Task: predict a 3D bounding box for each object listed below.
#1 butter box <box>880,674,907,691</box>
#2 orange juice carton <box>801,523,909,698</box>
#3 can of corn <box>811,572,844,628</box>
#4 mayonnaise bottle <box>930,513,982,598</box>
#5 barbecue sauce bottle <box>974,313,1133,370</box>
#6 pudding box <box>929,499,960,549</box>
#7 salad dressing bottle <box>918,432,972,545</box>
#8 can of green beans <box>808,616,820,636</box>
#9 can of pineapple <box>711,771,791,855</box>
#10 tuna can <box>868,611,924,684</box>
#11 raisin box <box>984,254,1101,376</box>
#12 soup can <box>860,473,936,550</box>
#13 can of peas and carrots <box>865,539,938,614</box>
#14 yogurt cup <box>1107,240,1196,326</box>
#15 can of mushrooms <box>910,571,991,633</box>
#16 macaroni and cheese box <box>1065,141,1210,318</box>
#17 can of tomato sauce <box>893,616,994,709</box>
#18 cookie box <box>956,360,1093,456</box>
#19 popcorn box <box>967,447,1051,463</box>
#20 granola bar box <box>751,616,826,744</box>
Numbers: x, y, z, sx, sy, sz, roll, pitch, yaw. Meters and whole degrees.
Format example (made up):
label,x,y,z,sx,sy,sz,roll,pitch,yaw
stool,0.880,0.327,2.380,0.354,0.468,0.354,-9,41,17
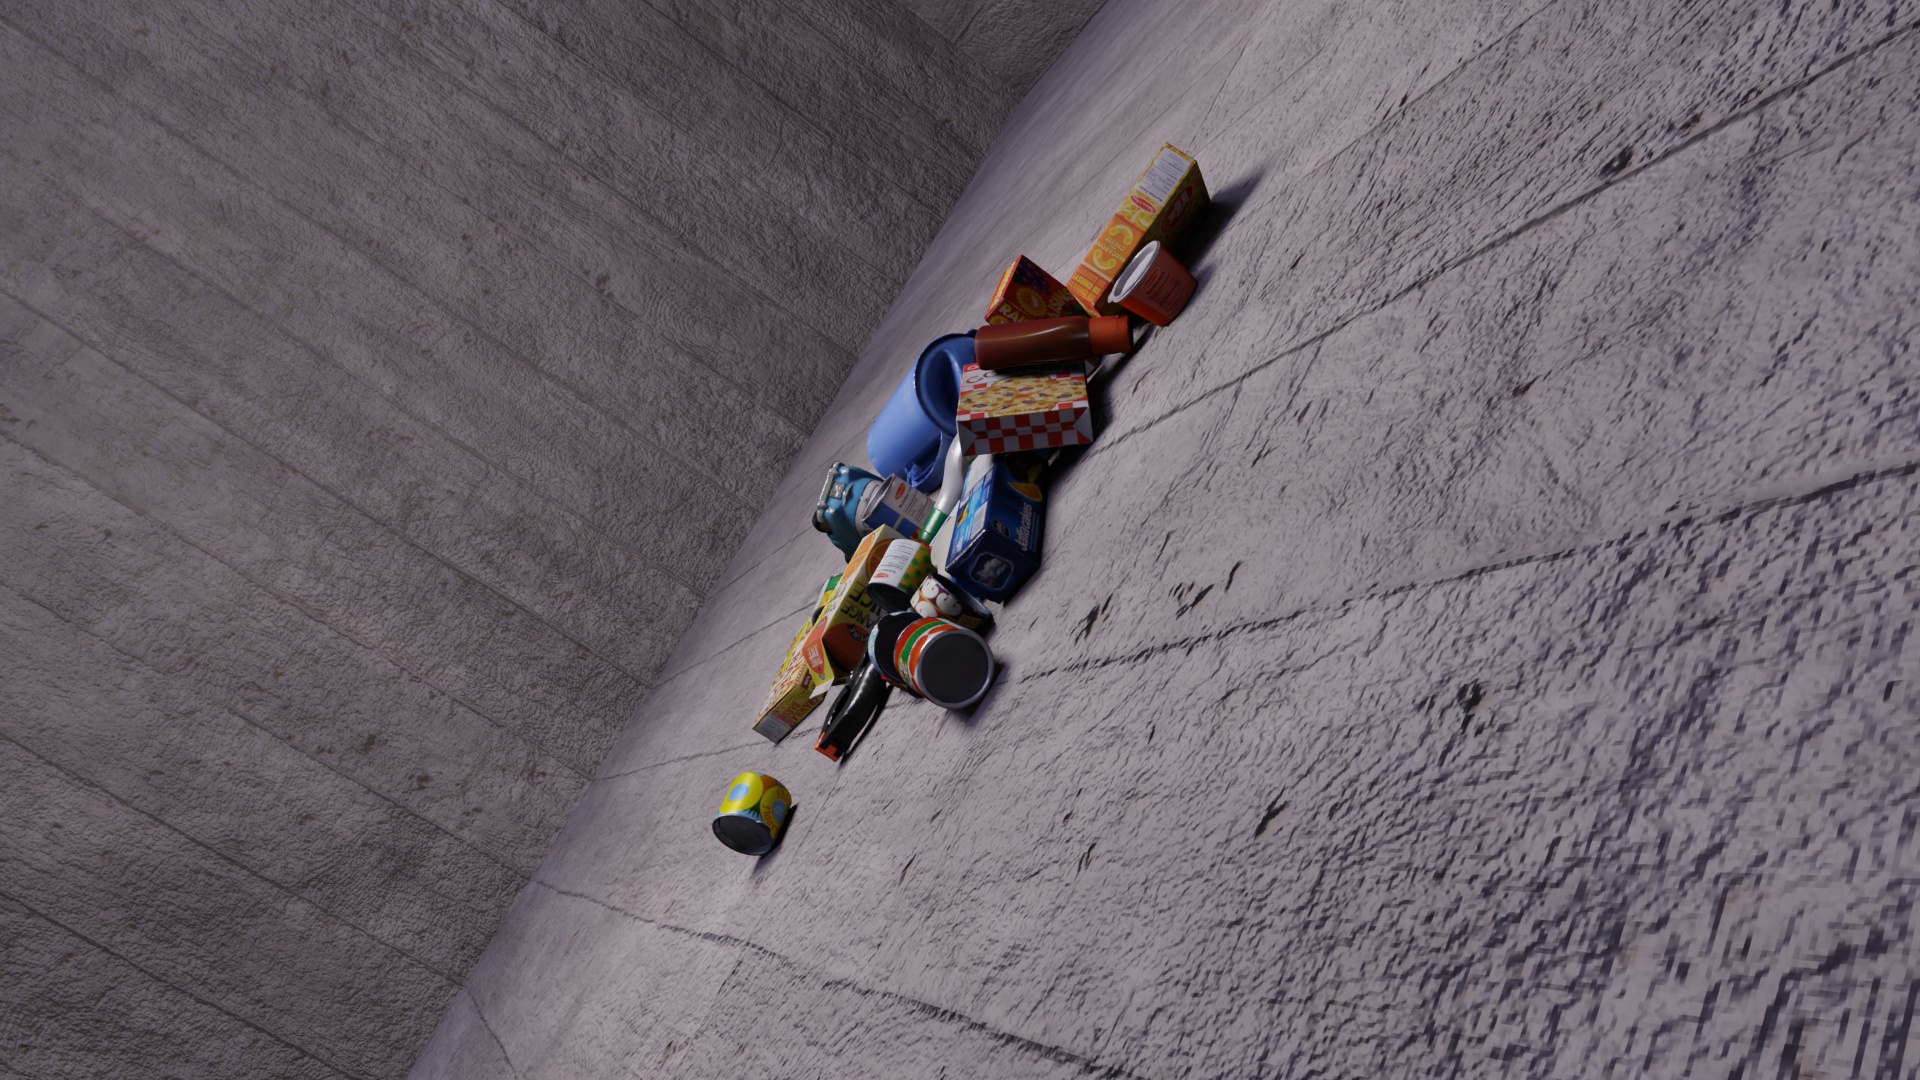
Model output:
label,x,y,z,sx,sy,sz,roll,pitch,yaw
butter box,-0.036,0.094,1.325,0.103,0.024,0.053,-58,14,-9
orange juice carton,-0.108,0.085,1.502,0.193,0.073,0.071,-62,14,-25
can of corn,-0.135,0.081,1.634,0.071,0.071,0.058,-46,16,36
mayonnaise bottle,0.004,0.018,1.337,0.064,0.041,0.148,-55,14,9
barbecue sauce bottle,0.092,-0.194,1.347,0.148,0.043,0.065,-4,19,16
pudding box,0.005,-0.018,1.443,0.084,0.030,0.049,-57,14,-6
salad dressing bottle,0.003,-0.061,1.498,0.044,0.064,0.147,32,96,55
can of green beans,-0.132,0.107,1.569,0.071,0.058,0.071,-52,13,17
can of pineapple,-0.210,0.278,1.414,0.070,0.071,0.058,-44,17,41
tuna can,-0.052,0.096,1.274,0.071,0.071,0.033,-58,12,-9
raisin box,0.092,-0.229,1.440,0.040,0.123,0.086,-43,18,44
soup can,-0.062,-0.026,1.587,0.071,0.084,0.071,-52,13,17
can of peas and carrots,-0.054,0.042,1.439,0.059,0.071,0.070,-62,14,-27
yogurt cup,0.181,-0.235,1.288,0.072,0.054,0.073,-52,13,18
can of mushrooms,-0.007,0.060,1.217,0.033,0.071,0.071,-54,13,6
macaroni and cheese box,0.176,-0.294,1.369,0.166,0.040,0.124,-54,-16,5
can of tomato sauce,-0.015,0.101,1.137,0.071,0.071,0.083,-57,13,-6
cookie box,0.062,-0.136,1.340,0.168,0.123,0.040,-84,-14,-65
popcorn box,0.052,-0.126,1.419,0.127,0.085,0.038,-78,-18,-60
granola bar box,-0.186,0.152,1.696,0.123,0.039,0.166,-44,18,41
